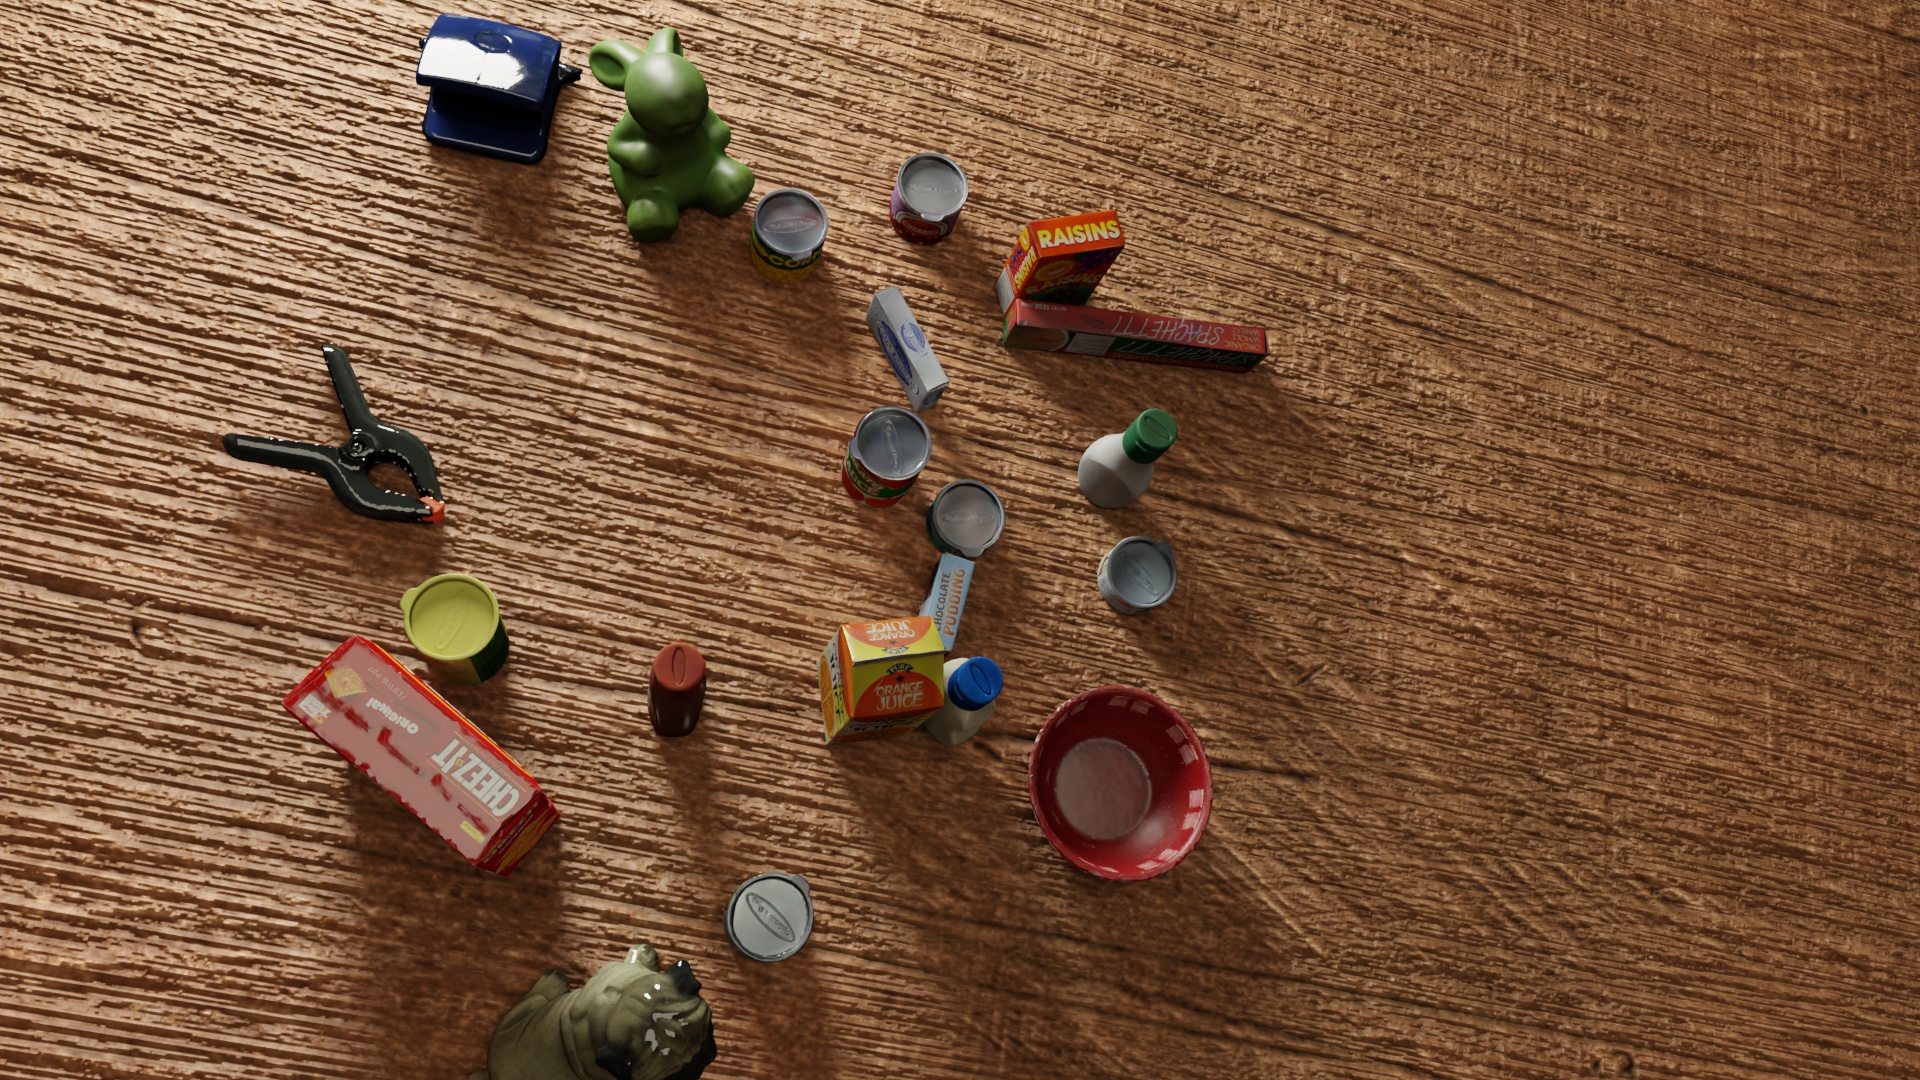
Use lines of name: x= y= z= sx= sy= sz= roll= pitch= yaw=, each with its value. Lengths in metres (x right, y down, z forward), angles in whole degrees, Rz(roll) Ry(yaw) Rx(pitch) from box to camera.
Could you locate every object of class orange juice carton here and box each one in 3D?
orange juice carton: x=-0.062 y=0.108 z=1.084 sx=0.072 sy=0.192 sz=0.073 roll=-5 pitch=75 yaw=-15

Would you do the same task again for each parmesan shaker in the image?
parmesan shaker: x=-0.387 y=0.069 z=1.066 sx=0.071 sy=0.102 sz=0.071 roll=4 pitch=73 yaw=-12

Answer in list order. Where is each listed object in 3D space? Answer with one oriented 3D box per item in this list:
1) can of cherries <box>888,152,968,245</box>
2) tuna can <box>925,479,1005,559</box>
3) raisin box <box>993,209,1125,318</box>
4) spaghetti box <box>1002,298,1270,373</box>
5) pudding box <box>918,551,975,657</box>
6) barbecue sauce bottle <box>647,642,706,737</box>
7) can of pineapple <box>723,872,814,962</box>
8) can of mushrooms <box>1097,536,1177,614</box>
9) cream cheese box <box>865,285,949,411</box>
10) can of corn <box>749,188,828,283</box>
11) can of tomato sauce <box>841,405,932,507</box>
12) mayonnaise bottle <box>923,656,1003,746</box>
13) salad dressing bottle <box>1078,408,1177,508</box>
can of cherries: x=-0.032 y=-0.315 z=1.292 sx=0.071 sy=0.058 sz=0.071 roll=4 pitch=73 yaw=-12
tuna can: x=0.004 y=-0.015 z=1.223 sx=0.071 sy=0.032 sz=0.071 roll=4 pitch=73 yaw=-12
raisin box: x=0.089 y=-0.251 z=1.267 sx=0.086 sy=0.123 sz=0.040 roll=-11 pitch=77 yaw=-16
spaghetti box: x=0.165 y=-0.190 z=1.305 sx=0.250 sy=0.050 sz=0.029 roll=5 pitch=73 yaw=-12
pudding box: x=-0.016 y=0.057 z=1.187 sx=0.030 sy=0.049 sz=0.084 roll=18 pitch=70 yaw=-8
barbecue sauce bottle: x=-0.218 y=0.111 z=1.069 sx=0.044 sy=0.148 sz=0.065 roll=0 pitch=74 yaw=-13
can of pineapple: x=-0.148 y=0.292 z=1.079 sx=0.071 sy=0.057 sz=0.071 roll=4 pitch=73 yaw=-12
can of mushrooms: x=0.160 y=0.030 z=1.245 sx=0.071 sy=0.033 sz=0.071 roll=4 pitch=73 yaw=-12
cream cheese box: x=-0.048 y=-0.171 z=1.247 sx=0.024 sy=0.053 sz=0.104 roll=-25 pitch=81 yaw=-19
can of corn: x=-0.155 y=-0.271 z=1.249 sx=0.071 sy=0.058 sz=0.071 roll=4 pitch=73 yaw=-12
can of tomato sauce: x=-0.067 y=-0.070 z=1.195 sx=0.071 sy=0.083 sz=0.071 roll=4 pitch=73 yaw=-12
mayonnaise bottle: x=0.000 y=0.125 z=1.117 sx=0.041 sy=0.147 sz=0.065 roll=-28 pitch=82 yaw=-19
salad dressing bottle: x=0.147 y=-0.072 z=1.212 sx=0.064 sy=0.147 sz=0.044 roll=41 pitch=69 yaw=1
